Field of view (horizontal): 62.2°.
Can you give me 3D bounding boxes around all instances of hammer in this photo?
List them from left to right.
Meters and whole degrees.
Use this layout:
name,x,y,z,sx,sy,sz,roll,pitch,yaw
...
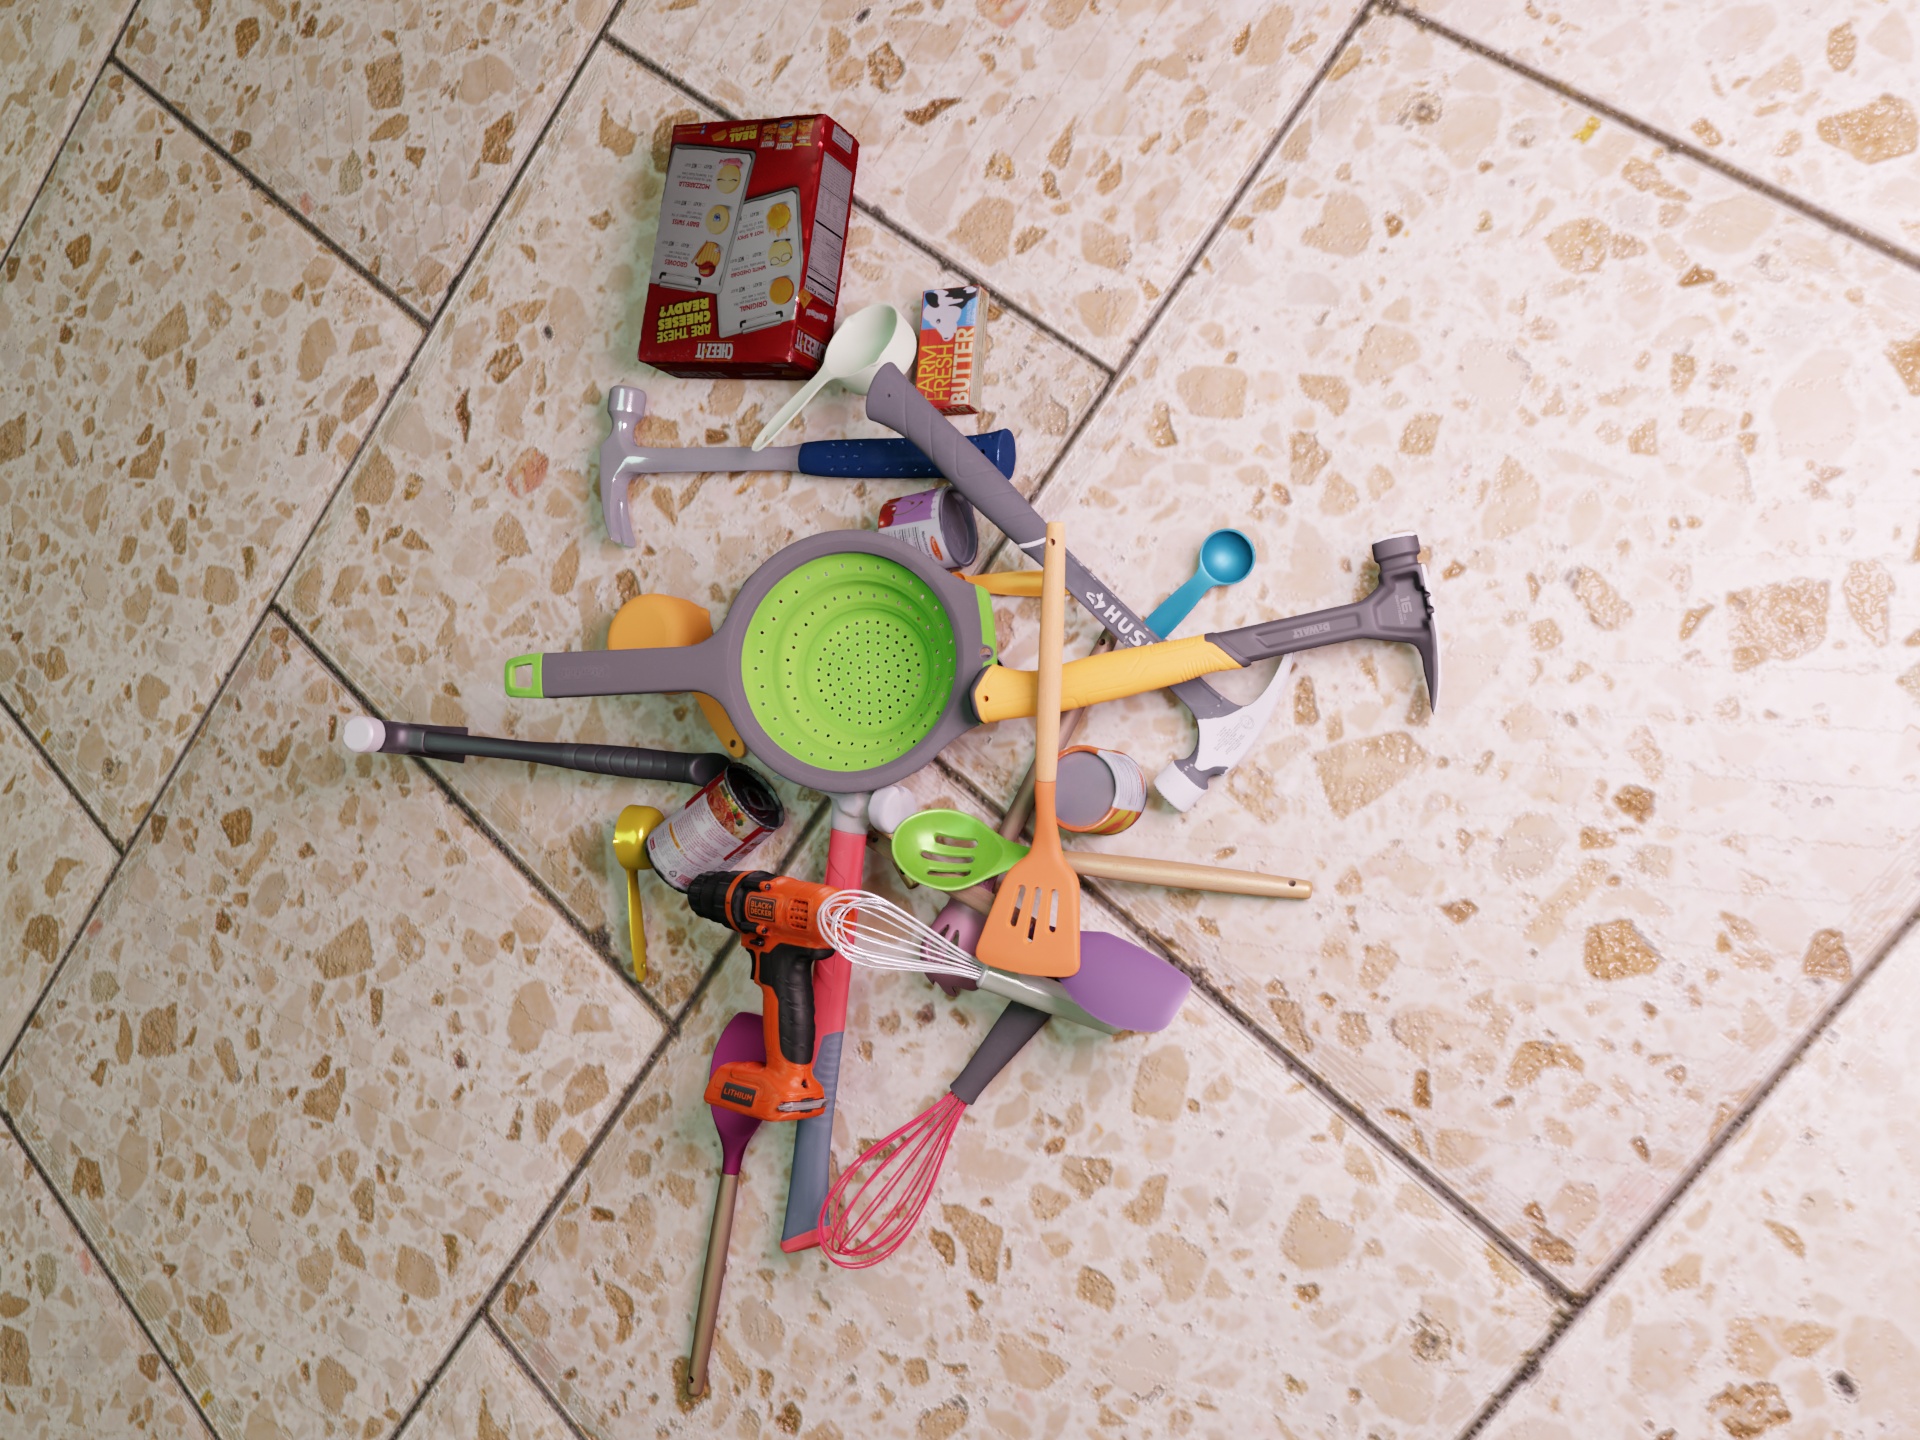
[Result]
name,x,y,z,sx,sy,sz,roll,pitch,yaw
hammer,-0.361,0.030,1.409,0.335,0.146,0.035,5,87,15
hammer,-0.144,-0.218,1.360,0.405,0.035,0.144,4,86,27
hammer,-0.117,0.233,1.282,0.143,0.038,0.386,11,95,45
hammer,0.076,-0.125,1.199,0.409,0.036,0.149,46,103,11
hammer,0.169,-0.037,1.137,0.337,0.034,0.127,-11,86,16

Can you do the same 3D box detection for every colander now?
name,x,y,z,sx,sy,sz,roll,pitch,yaw
colander,-0.163,-0.040,1.276,0.397,0.094,0.204,-2,85,8

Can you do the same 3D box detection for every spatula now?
name,x,y,z,sx,sy,sz,roll,pitch,yaw
spatula,0.036,0.148,1.186,0.316,0.018,0.060,26,74,39
spatula,0.059,0.020,1.136,0.081,0.041,0.322,6,100,24

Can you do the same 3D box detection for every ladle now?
name,x,y,z,sx,sy,sz,roll,pitch,yaw
ladle,-0.109,0.002,1.325,0.069,0.031,0.316,-34,73,17

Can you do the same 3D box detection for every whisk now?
name,x,y,z,sx,sy,sz,roll,pitch,yaw
whisk,-0.010,0.304,1.228,0.073,0.073,0.296,40,95,24
whisk,0.010,0.183,1.180,0.246,0.058,0.059,21,117,-5

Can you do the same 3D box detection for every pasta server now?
name,x,y,z,sx,sy,sz,roll,pitch,yaw
pasta server,0.049,0.071,1.240,0.060,0.040,0.316,28,93,26

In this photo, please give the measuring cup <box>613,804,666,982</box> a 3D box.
name,x,y,z,sx,sy,sz,roll,pitch,yaw
measuring cup,-0.272,0.151,1.381,0.029,0.062,0.156,-2,94,16

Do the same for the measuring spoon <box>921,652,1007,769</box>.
name,x,y,z,sx,sy,sz,roll,pitch,yaw
measuring spoon,-0.002,-0.004,1.281,0.034,0.018,0.124,48,112,22

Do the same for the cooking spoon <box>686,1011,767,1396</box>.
name,x,y,z,sx,sy,sz,roll,pitch,yaw
cooking spoon,-0.196,0.403,1.328,0.069,0.017,0.319,8,88,28

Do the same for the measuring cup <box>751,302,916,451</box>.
name,x,y,z,sx,sy,sz,roll,pitch,yaw
measuring cup,-0.104,-0.274,1.322,0.167,0.038,0.083,-42,43,12

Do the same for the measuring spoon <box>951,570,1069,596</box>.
name,x,y,z,sx,sy,sz,roll,pitch,yaw
measuring spoon,0.043,-0.109,1.271,0.117,0.011,0.021,2,86,23

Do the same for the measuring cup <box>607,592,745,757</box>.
name,x,y,z,sx,sy,sz,roll,pitch,yaw
measuring cup,-0.244,-0.037,1.379,0.095,0.052,0.174,-43,66,16

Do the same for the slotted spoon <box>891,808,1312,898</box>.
name,x,y,z,sx,sy,sz,roll,pitch,yaw
slotted spoon,0.101,0.110,1.181,0.314,0.031,0.070,5,56,16

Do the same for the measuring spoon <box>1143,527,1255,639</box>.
name,x,y,z,sx,sy,sz,roll,pitch,yaw
measuring spoon,0.173,-0.094,1.203,0.042,0.021,0.128,48,115,8
